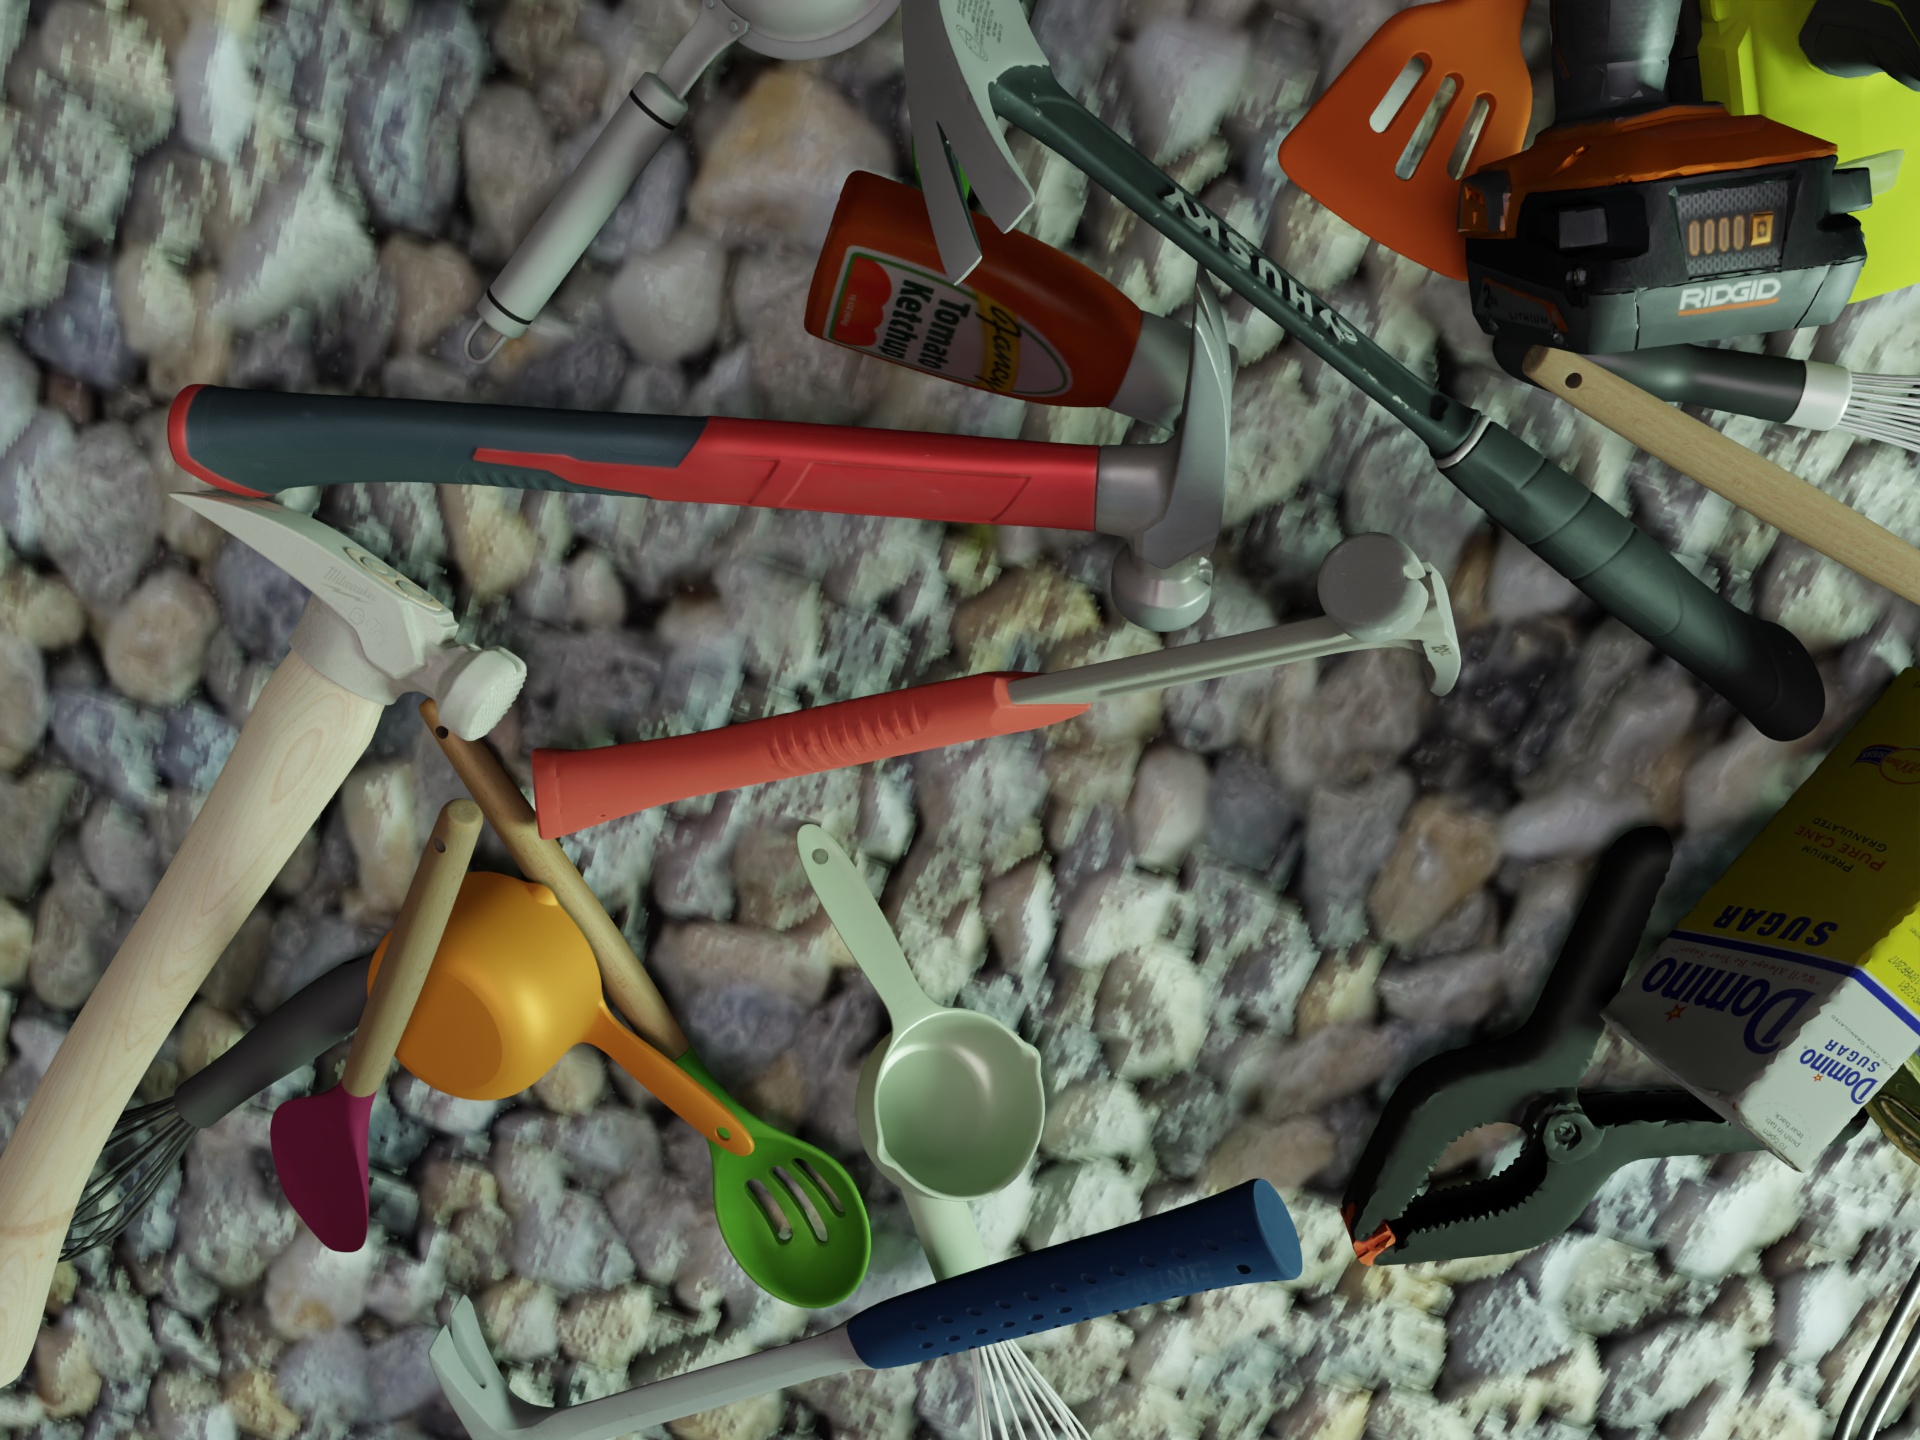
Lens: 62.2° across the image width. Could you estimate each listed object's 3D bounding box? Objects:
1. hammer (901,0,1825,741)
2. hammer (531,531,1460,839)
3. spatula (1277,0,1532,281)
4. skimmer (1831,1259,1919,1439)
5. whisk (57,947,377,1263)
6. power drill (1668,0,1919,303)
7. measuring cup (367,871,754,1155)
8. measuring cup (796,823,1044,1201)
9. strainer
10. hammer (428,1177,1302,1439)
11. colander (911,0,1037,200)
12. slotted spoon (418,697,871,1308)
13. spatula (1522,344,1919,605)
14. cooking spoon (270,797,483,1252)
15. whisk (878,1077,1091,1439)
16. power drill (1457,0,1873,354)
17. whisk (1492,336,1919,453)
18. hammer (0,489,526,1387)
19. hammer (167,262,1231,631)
[{"bbox_3d":[0.148,-0.095,0.500,0.408,0.149,0.036,29,135,-25],"label":"hammer"},{"bbox_3d":[-0.001,-0.002,0.594,0.359,0.149,0.037,-12,78,19],"label":"hammer"},{"bbox_3d":[0.217,-0.297,0.496,0.081,0.041,0.322,30,108,-5],"label":"spatula"},{"bbox_3d":[0.305,0.189,0.551,0.127,0.090,0.363,44,74,-16],"label":"skimmer"},{"bbox_3d":[-0.334,0.169,0.701,0.239,0.055,0.055,-35,103,10],"label":"whisk"},{"bbox_3d":[0.275,-0.168,0.438,0.080,0.223,0.171,-13,108,9],"label":"power drill"},{"bbox_3d":[-0.164,0.136,0.648,0.173,0.052,0.095,36,122,6],"label":"measuring cup"},{"bbox_3d":[-0.029,0.120,0.660,0.083,0.038,0.167,-27,85,-29],"label":"measuring cup"},{"bbox_3d":[-0.099,-0.220,0.549,0.087,0.050,0.258,46,110,5],"label":"strainer"},{"bbox_3d":[-0.053,0.264,0.677,0.405,0.035,0.144,-25,109,22],"label":"hammer"},{"bbox_3d":[0.080,-0.335,0.465,0.094,0.205,0.396,-3,132,-30],"label":"colander"},{"bbox_3d":[-0.133,0.121,0.676,0.070,0.031,0.313,-28,103,17],"label":"slotted spoon"},{"bbox_3d":[0.327,-0.058,0.559,0.315,0.018,0.059,24,113,-15],"label":"spatula"},{"bbox_3d":[-0.233,0.131,0.633,0.069,0.017,0.318,45,132,12],"label":"cooking spoon"},{"bbox_3d":[0.009,0.268,0.709,0.058,0.059,0.246,-25,105,-26],"label":"whisk"},{"bbox_3d":[0.187,-0.218,0.424,0.084,0.164,0.226,-7,107,3],"label":"power drill"},{"bbox_3d":[0.327,-0.105,0.547,0.284,0.070,0.070,11,110,6],"label":"whisk"},{"bbox_3d":[-0.339,0.106,0.646,0.146,0.038,0.410,34,100,0],"label":"hammer"},{"bbox_3d":[-0.100,-0.104,0.563,0.386,0.038,0.143,5,143,7],"label":"hammer"}]
